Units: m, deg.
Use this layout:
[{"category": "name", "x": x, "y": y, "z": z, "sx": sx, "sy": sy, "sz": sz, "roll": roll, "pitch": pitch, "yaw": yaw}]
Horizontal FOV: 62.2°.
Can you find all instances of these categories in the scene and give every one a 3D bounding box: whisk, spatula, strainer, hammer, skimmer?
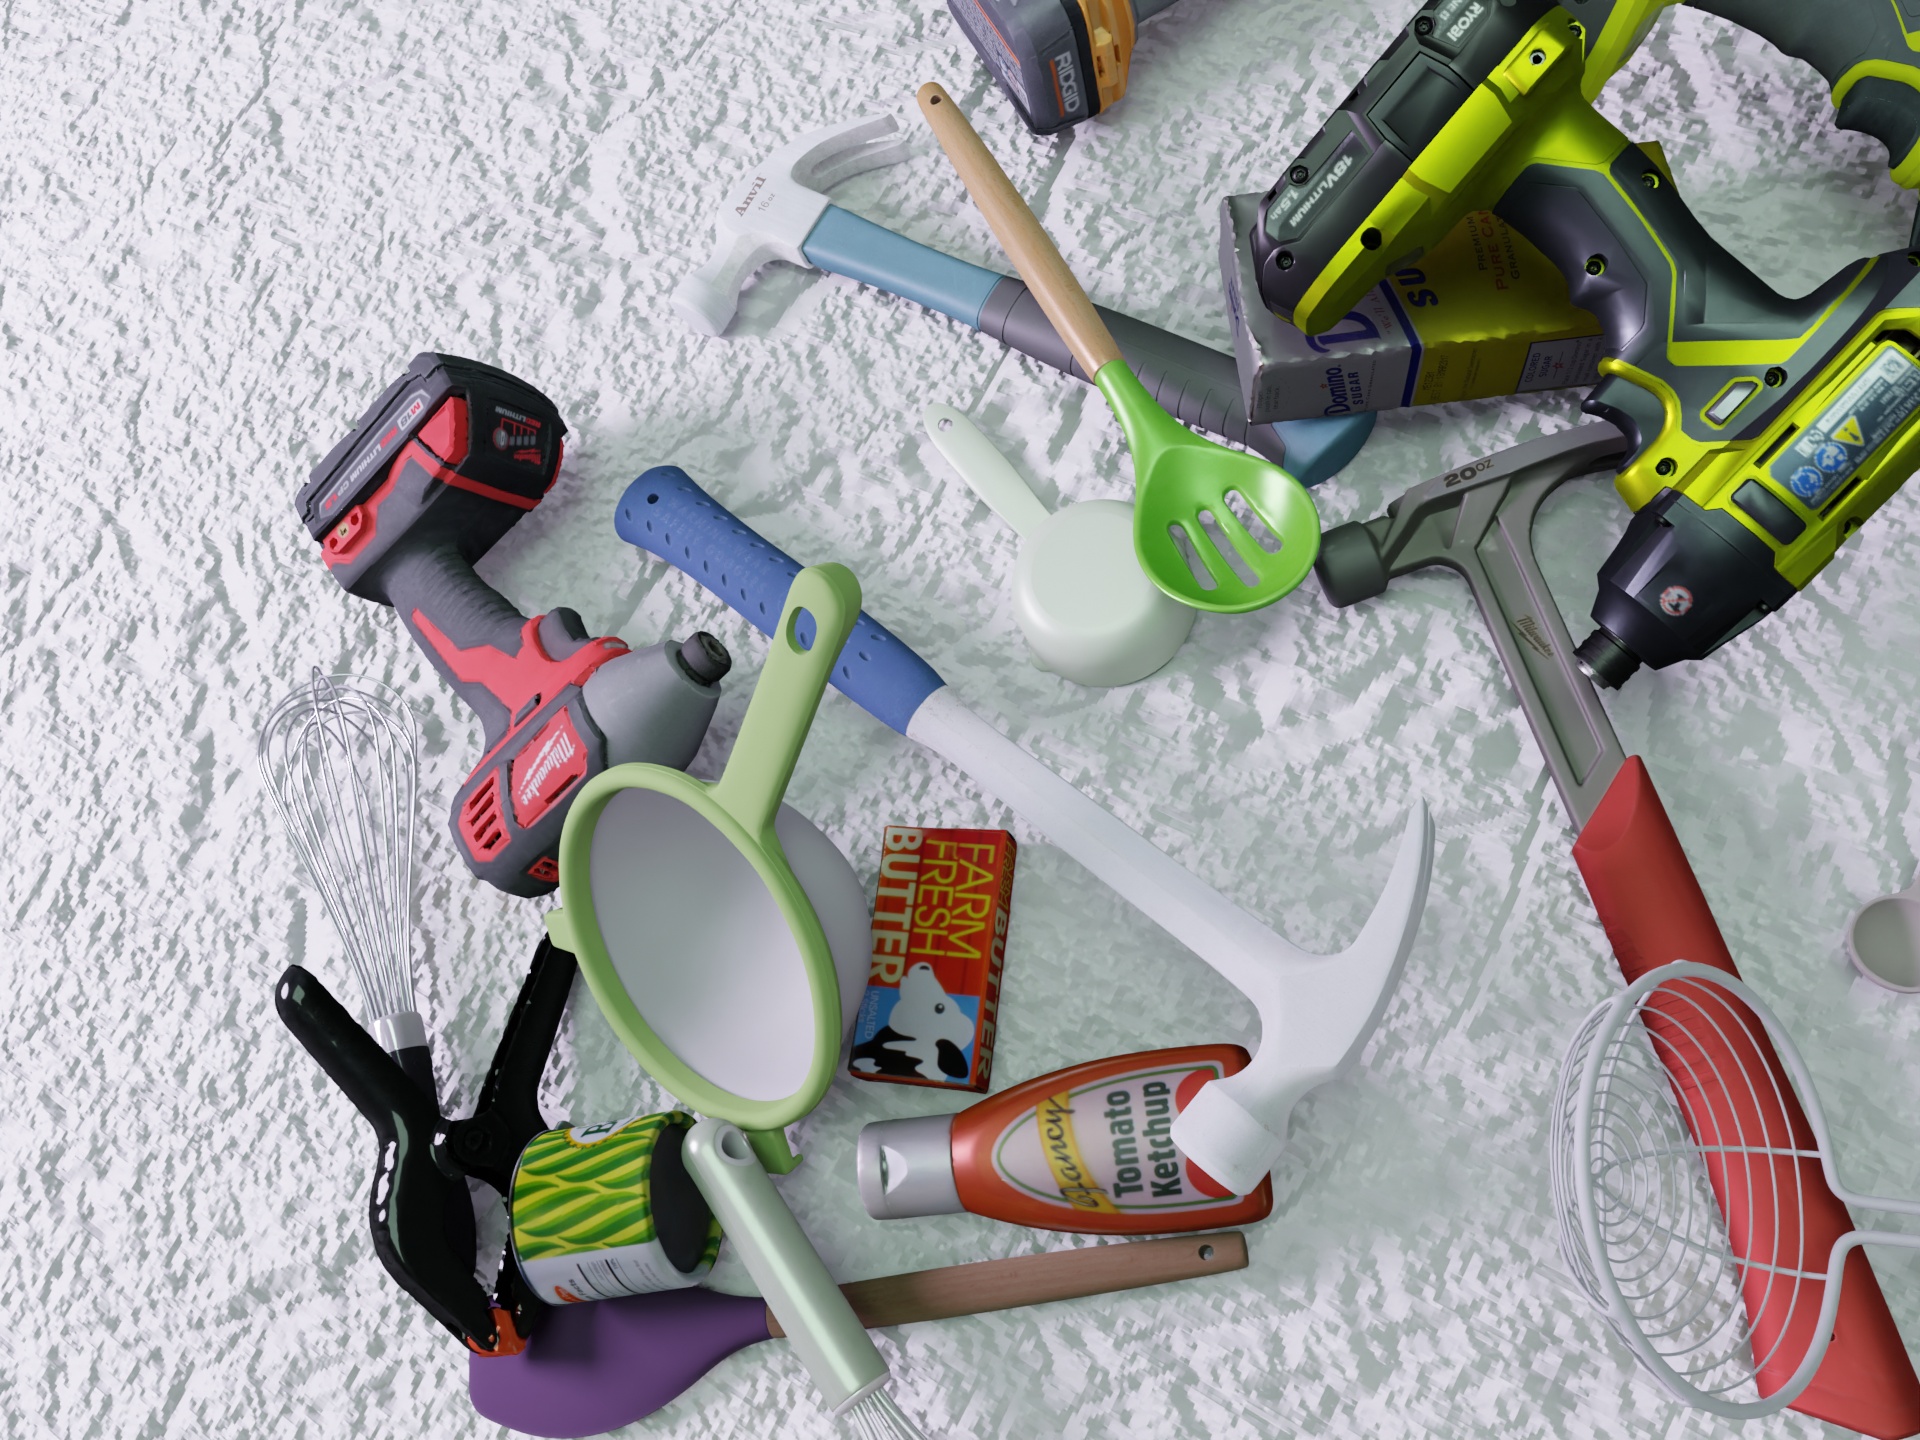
[{"category": "whisk", "x": -0.249, "y": 0.105, "z": 0.685, "sx": 0.070, "sy": 0.070, "sz": 0.285, "roll": -22, "pitch": 72, "yaw": 8}, {"category": "spatula", "x": -0.047, "y": 0.226, "z": 0.603, "sx": 0.316, "sy": 0.018, "sz": 0.060, "roll": -14, "pitch": 65, "yaw": 13}, {"category": "strainer", "x": -0.067, "y": 0.040, "z": 0.590, "sx": 0.152, "sy": 0.069, "sz": 0.256, "roll": 41, "pitch": 130, "yaw": 21}, {"category": "whisk", "x": -0.031, "y": 0.246, "z": 0.563, "sx": 0.059, "sy": 0.057, "sz": 0.246, "roll": -48, "pitch": 67, "yaw": 24}, {"category": "hammer", "x": 0.027, "y": -0.181, "z": 0.715, "sx": 0.331, "sy": 0.033, "sz": 0.128, "roll": 28, "pitch": 82, "yaw": 23}, {"category": "skimmer", "x": 0.349, "y": 0.150, "z": 0.447, "sx": 0.363, "sy": 0.090, "sz": 0.127, "roll": 6, "pitch": 68, "yaw": 8}, {"category": "hammer", "x": 0.253, "y": 0.060, "z": 0.564, "sx": 0.149, "sy": 0.036, "sz": 0.359, "roll": -20, "pitch": 67, "yaw": 9}, {"category": "hammer", "x": -0.001, "y": -0.002, "z": 0.631, "sx": 0.406, "sy": 0.035, "sz": 0.144, "roll": 37, "pitch": 86, "yaw": 31}]

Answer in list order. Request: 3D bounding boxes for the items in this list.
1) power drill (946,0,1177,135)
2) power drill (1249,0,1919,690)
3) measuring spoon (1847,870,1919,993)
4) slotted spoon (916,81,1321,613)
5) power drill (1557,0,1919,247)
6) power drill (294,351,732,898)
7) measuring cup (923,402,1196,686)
[{"category": "power drill", "x": 0.097, "y": -0.396, "z": 0.745, "sx": 0.226, "sy": 0.084, "sz": 0.185, "roll": -28, "pitch": 66, "yaw": 1}, {"category": "power drill", "x": 0.216, "y": -0.134, "z": 0.552, "sx": 0.223, "sy": 0.080, "sz": 0.171, "roll": 43, "pitch": 104, "yaw": 7}, {"category": "measuring spoon", "x": 0.349, "y": 0.044, "z": 0.555, "sx": 0.034, "sy": 0.018, "sz": 0.124, "roll": 33, "pitch": 76, "yaw": 25}, {"category": "slotted spoon", "x": 0.053, "y": -0.166, "z": 0.670, "sx": 0.070, "sy": 0.031, "sz": 0.314, "roll": -29, "pitch": 65, "yaw": 1}, {"category": "power drill", "x": 0.321, "y": -0.240, "z": 0.597, "sx": 0.228, "sy": 0.080, "sz": 0.191, "roll": 26, "pitch": 73, "yaw": 6}, {"category": "power drill", "x": -0.192, "y": -0.048, "z": 0.697, "sx": 0.143, "sy": 0.078, "sz": 0.220, "roll": -41, "pitch": 68, "yaw": 18}, {"category": "measuring cup", "x": 0.031, "y": -0.087, "z": 0.676, "sx": 0.083, "sy": 0.038, "sz": 0.168, "roll": -40, "pitch": 68, "yaw": 0}]
